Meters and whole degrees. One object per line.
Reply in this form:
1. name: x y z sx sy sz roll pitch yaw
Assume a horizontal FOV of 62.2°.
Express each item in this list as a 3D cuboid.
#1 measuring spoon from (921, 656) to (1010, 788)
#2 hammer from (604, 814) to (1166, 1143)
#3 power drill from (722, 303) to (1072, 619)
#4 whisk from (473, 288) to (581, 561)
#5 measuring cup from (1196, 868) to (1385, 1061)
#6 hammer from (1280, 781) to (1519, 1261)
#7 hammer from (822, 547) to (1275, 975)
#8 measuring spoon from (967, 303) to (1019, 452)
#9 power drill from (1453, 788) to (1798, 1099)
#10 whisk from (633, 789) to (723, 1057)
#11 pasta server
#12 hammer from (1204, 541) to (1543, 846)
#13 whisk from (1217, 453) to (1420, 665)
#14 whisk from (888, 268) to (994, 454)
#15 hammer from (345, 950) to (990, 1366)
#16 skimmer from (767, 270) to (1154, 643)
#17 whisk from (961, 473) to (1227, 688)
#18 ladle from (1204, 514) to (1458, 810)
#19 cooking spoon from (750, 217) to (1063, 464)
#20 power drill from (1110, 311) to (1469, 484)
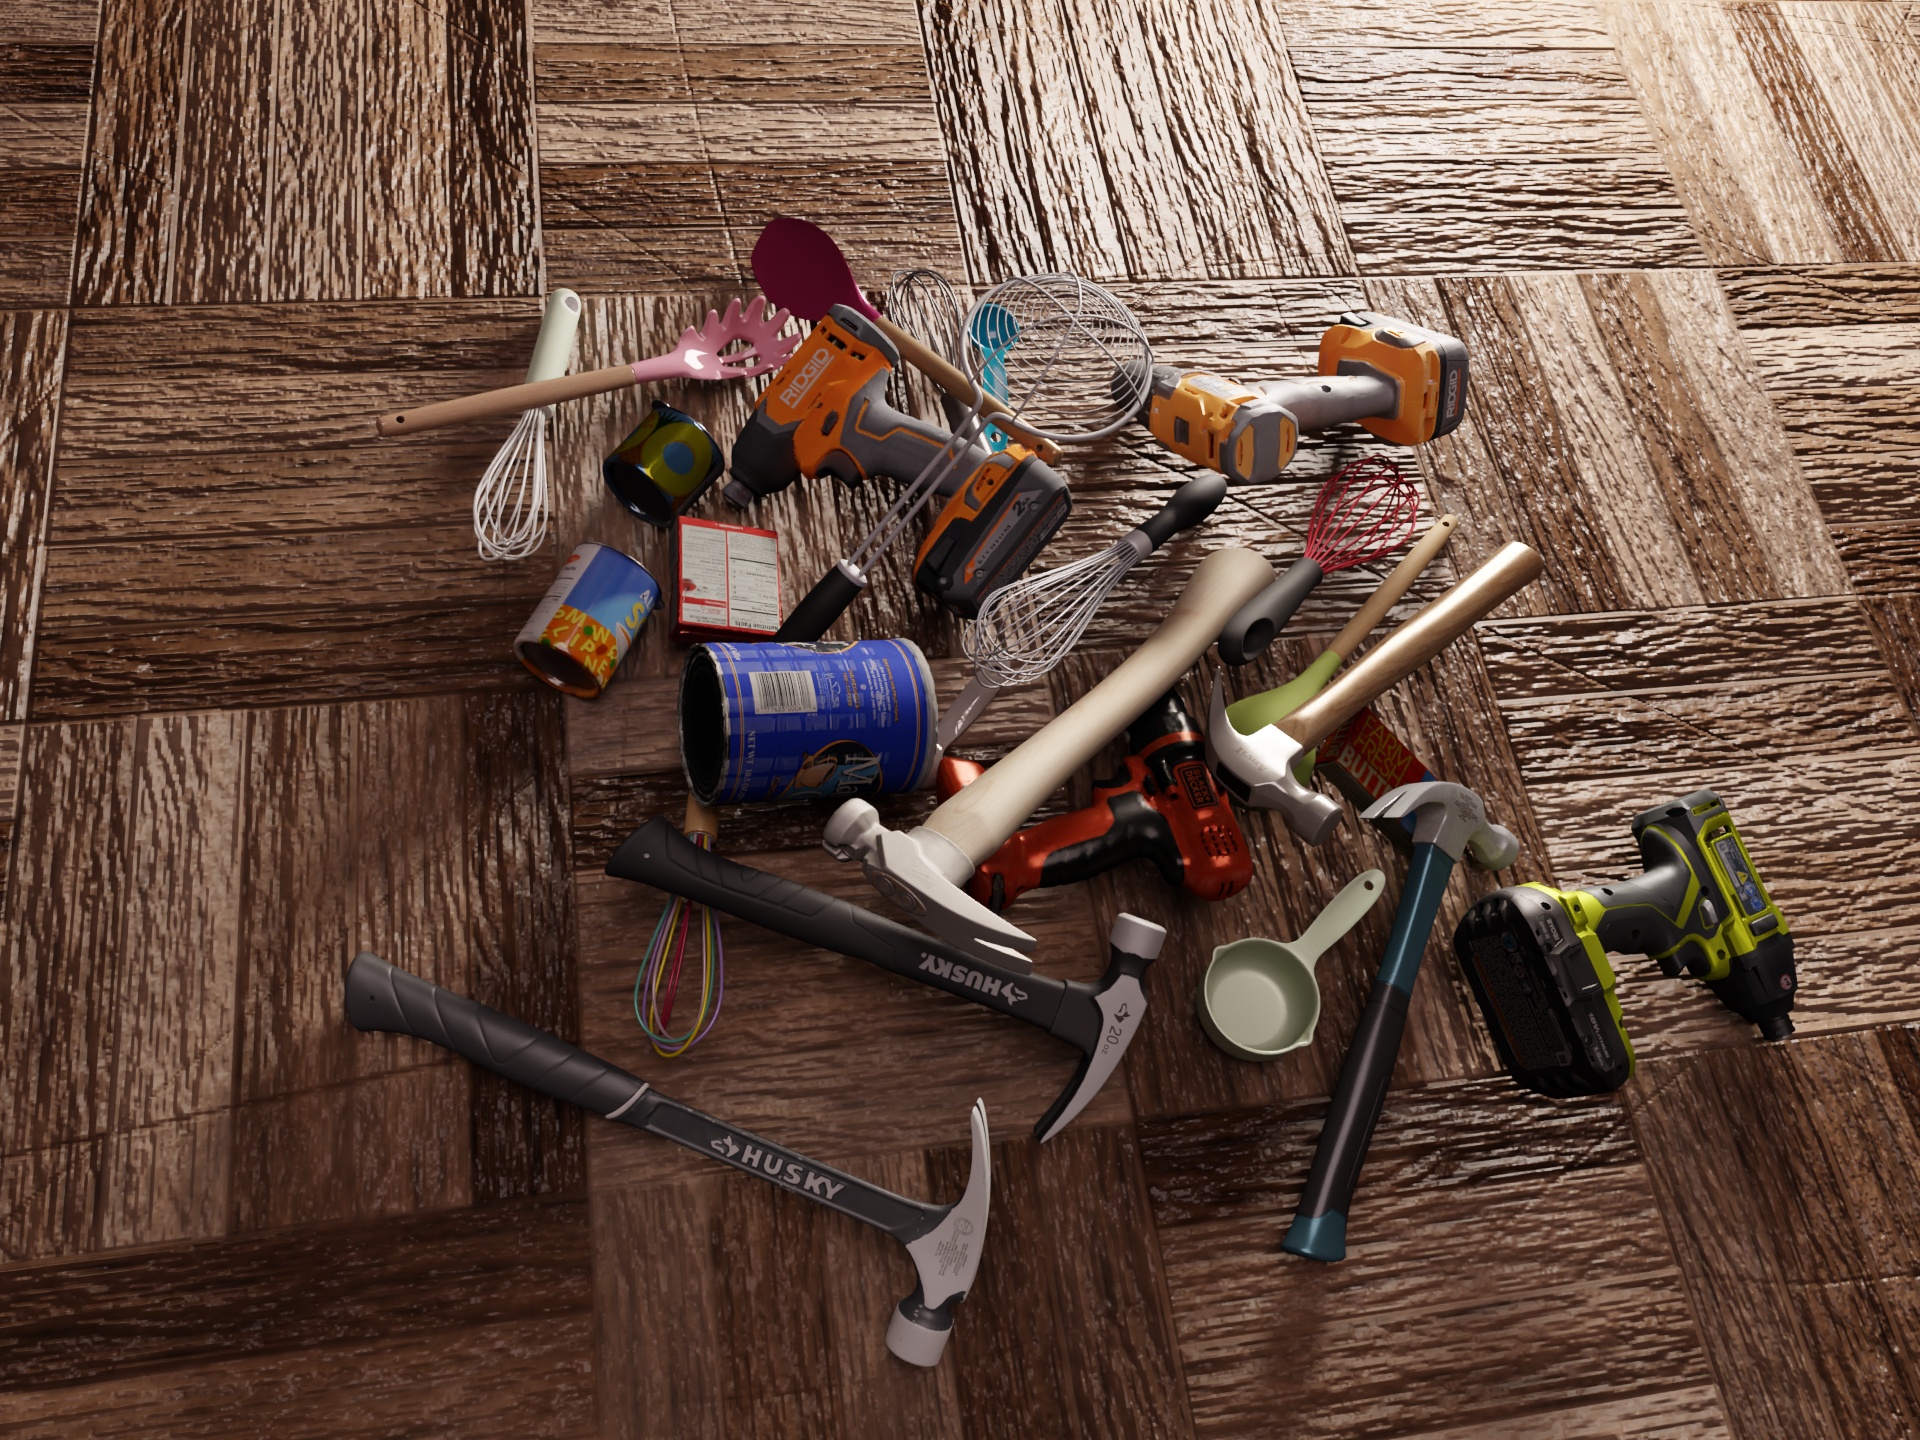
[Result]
1. measuring spoon: -0.002 -0.003 1.094 0.034 0.018 0.124 35 63 9
2. hammer: -0.053 0.139 0.964 0.334 0.035 0.146 20 88 -3
3. power drill: -0.053 -0.170 1.126 0.226 0.084 0.164 39 88 14
4. whisk: -0.306 -0.216 1.139 0.057 0.059 0.247 35 48 -41
5. measuring cup: 0.221 0.156 1.041 0.167 0.038 0.083 -39 75 -25
6. hammer: 0.273 0.186 1.017 0.128 0.033 0.331 37 65 -28
7. hammer: 0.099 0.001 1.031 0.146 0.038 0.411 32 50 22
8. measuring spoon: 0.024 -0.260 1.228 0.042 0.021 0.129 3 73 -12
9. power drill: 0.448 0.155 1.042 0.223 0.080 0.171 -16 79 -26
10. whisk: -0.171 0.095 1.010 0.051 0.047 0.245 12 58 -16
11. pasta server: -0.256 -0.244 1.128 0.316 0.040 0.060 -21 80 -32
12. hammer: 0.291 -0.041 1.088 0.331 0.031 0.130 -34 57 -29
13. whisk: 0.253 -0.114 1.126 0.073 0.073 0.296 39 47 10
14. whisk: -0.003 -0.242 1.199 0.055 0.055 0.239 -14 72 -15
15. hammer: -0.174 0.224 0.925 0.409 0.036 0.149 21 94 7
16. skimmer: -0.023 -0.142 1.057 0.127 0.090 0.363 45 105 9
17. whisk: 0.104 -0.107 1.134 0.070 0.070 0.284 44 56 13
18. ladle: 0.280 -0.052 1.156 0.078 0.062 0.320 33 57 20
19. cooking spoon: -0.044 -0.281 1.186 0.319 0.017 0.068 40 109 22
20. power drill: 0.240 -0.247 1.197 0.226 0.084 0.186 -17 32 -22
